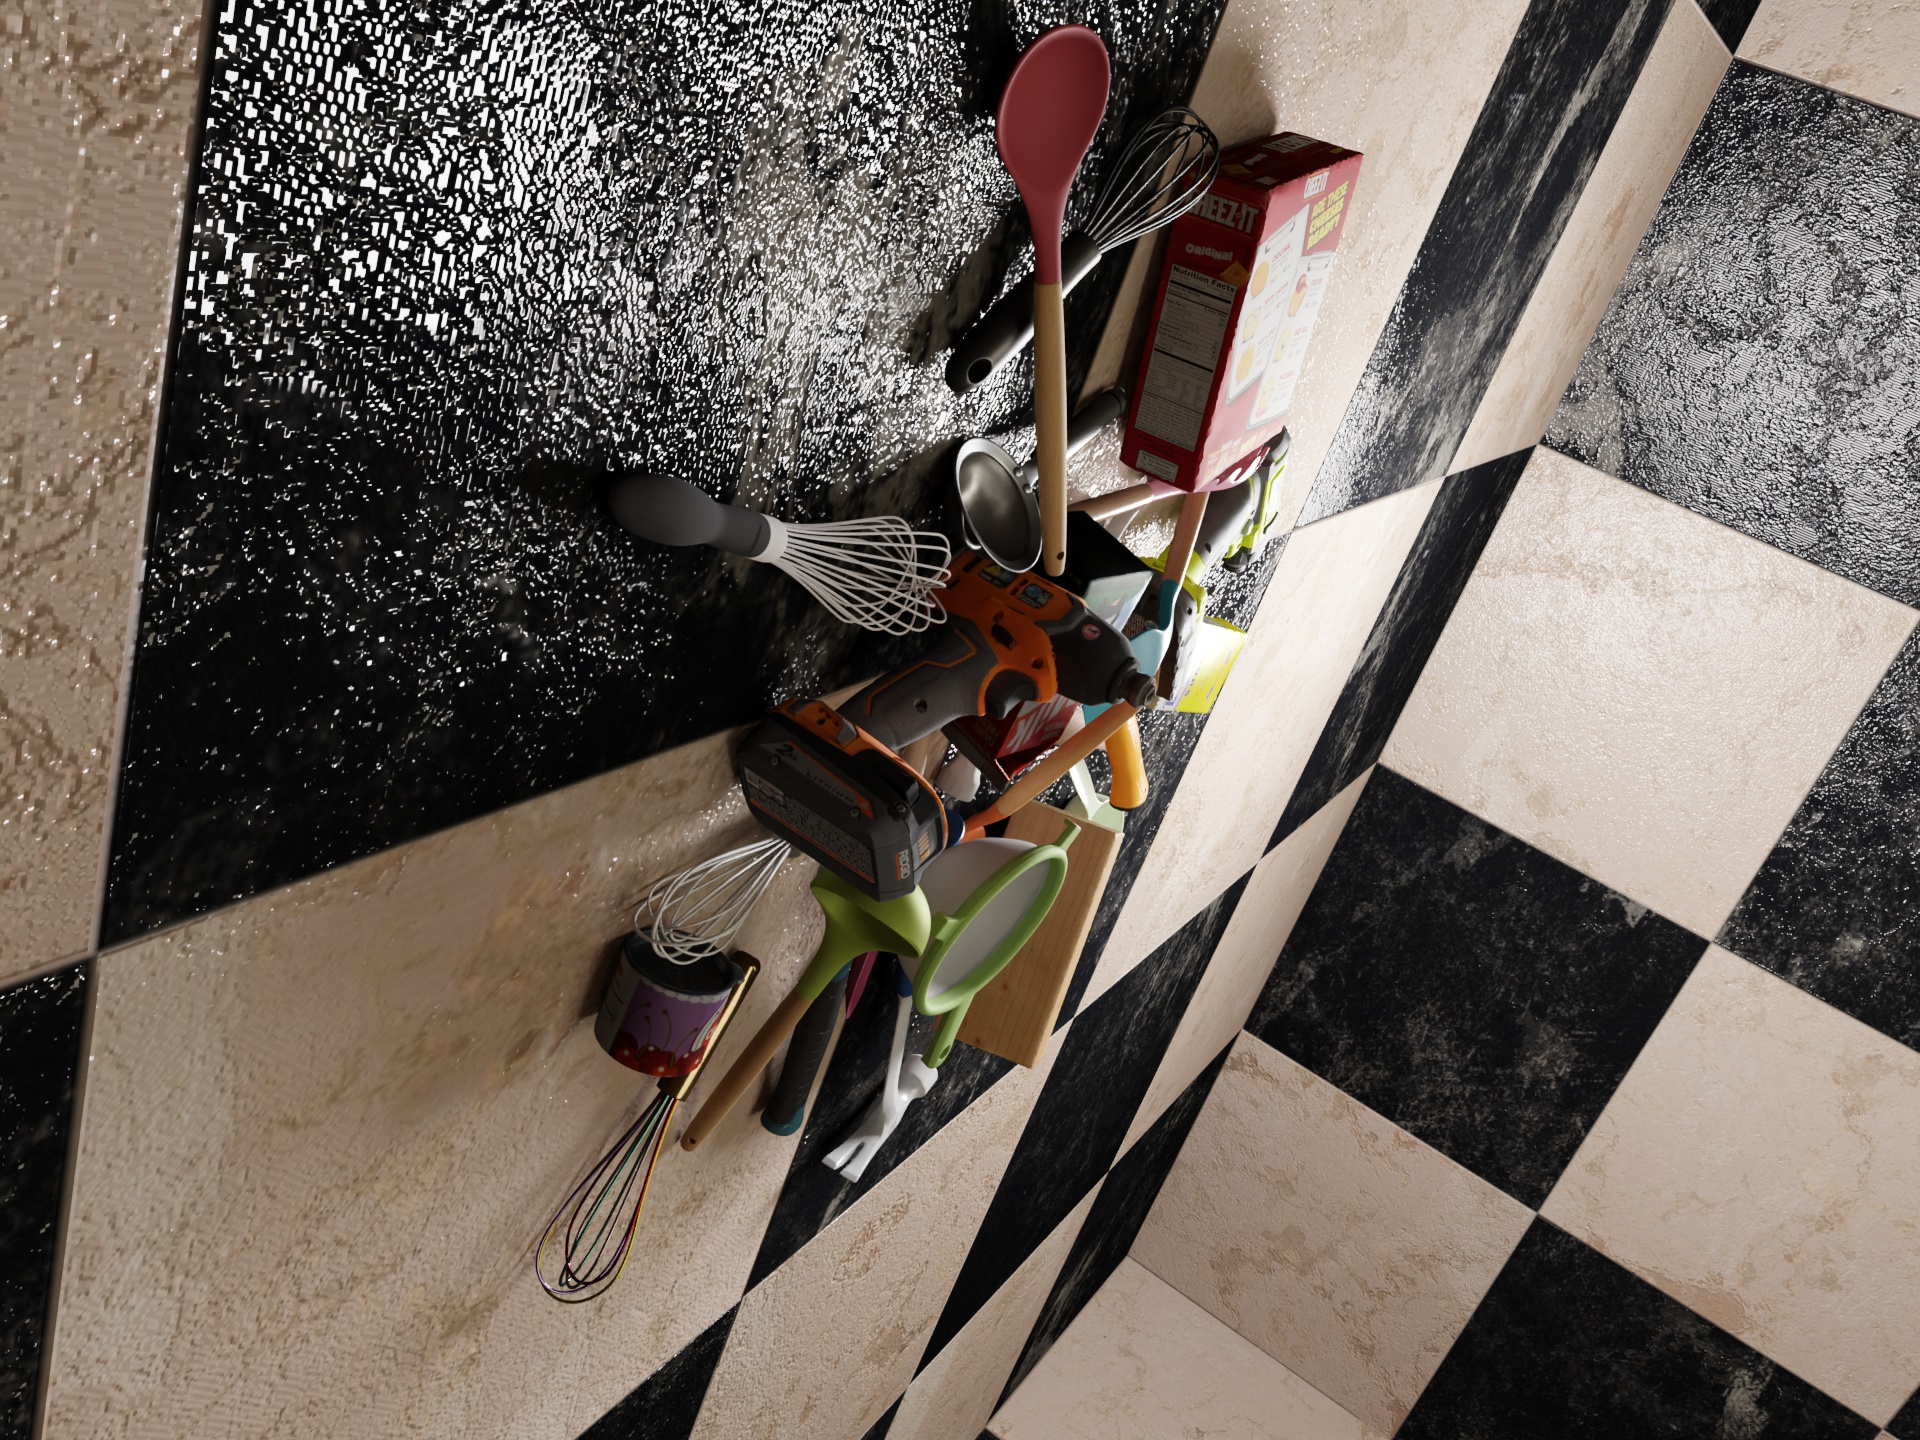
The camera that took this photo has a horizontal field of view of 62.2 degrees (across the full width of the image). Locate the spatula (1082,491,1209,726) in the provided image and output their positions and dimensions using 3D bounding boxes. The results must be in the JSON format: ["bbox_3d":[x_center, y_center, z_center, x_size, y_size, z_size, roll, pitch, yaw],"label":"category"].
[{"bbox_3d":[0.155,-0.124,1.213,0.082,0.044,0.318,76,28,-51],"label":"spatula"}]

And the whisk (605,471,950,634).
[{"bbox_3d":[-0.081,-0.087,0.798,0.070,0.070,0.284,-63,154,9],"label":"whisk"}]

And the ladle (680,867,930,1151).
[{"bbox_3d":[-0.114,0.195,1.010,0.320,0.078,0.062,-53,-176,34],"label":"ladle"}]

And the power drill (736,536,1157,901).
[{"bbox_3d":[-0.001,-0.003,0.933,0.226,0.164,0.084,-45,152,-29],"label":"power drill"}]

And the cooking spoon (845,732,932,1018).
[{"bbox_3d":[-0.050,0.095,1.151,0.069,0.017,0.318,-59,166,-55],"label":"cooking spoon"}]

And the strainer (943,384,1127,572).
[{"bbox_3d":[0.049,-0.161,1.008,0.258,0.050,0.086,-45,111,-45],"label":"strainer"}]

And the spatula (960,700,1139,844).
[{"bbox_3d":[0.050,0.063,1.192,0.081,0.041,0.322,-30,171,-39],"label":"spatula"}]

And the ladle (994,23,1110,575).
[{"bbox_3d":[0.050,-0.216,0.871,0.069,0.031,0.315,-22,130,-24],"label":"ladle"}]

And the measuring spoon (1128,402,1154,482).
[{"bbox_3d":[0.139,-0.207,1.193,0.034,0.018,0.124,-59,152,-7],"label":"measuring spoon"}]

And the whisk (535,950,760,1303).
[{"bbox_3d":[-0.193,0.260,1.017,0.245,0.047,0.051,-60,158,-7],"label":"whisk"}]

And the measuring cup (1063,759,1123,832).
[{"bbox_3d":[0.107,0.075,1.469,0.083,0.038,0.167,-52,141,-27],"label":"measuring cup"}]

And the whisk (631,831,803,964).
[{"bbox_3d":[-0.110,0.076,0.959,0.246,0.059,0.057,-37,135,-55],"label":"whisk"}]

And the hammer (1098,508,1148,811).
[{"bbox_3d":[0.122,-0.027,1.267,0.336,0.034,0.127,70,37,-57],"label":"hammer"}]

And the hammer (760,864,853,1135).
[{"bbox_3d":[-0.092,0.184,1.120,0.128,0.033,0.330,-48,162,-51],"label":"hammer"}]

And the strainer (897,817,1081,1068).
[{"bbox_3d":[-0.010,0.165,1.154,0.151,0.069,0.256,-32,154,-38],"label":"strainer"}]

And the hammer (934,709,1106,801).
[{"bbox_3d":[0.082,0.003,1.304,0.130,0.031,0.331,-63,158,9],"label":"hammer"}]

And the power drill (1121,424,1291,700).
[{"bbox_3d":[0.202,-0.131,1.345,0.223,0.080,0.171,-52,158,-27],"label":"power drill"}]

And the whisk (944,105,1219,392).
[{"bbox_3d":[0.071,-0.268,0.912,0.239,0.055,0.055,-48,157,-16],"label":"whisk"}]

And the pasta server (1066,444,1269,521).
[{"bbox_3d":[0.117,-0.163,1.130,0.316,0.060,0.040,-24,139,-44],"label":"pasta server"}]

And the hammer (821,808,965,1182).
[{"bbox_3d":[-0.045,0.225,1.283,0.144,0.035,0.405,-47,157,-41],"label":"hammer"}]
